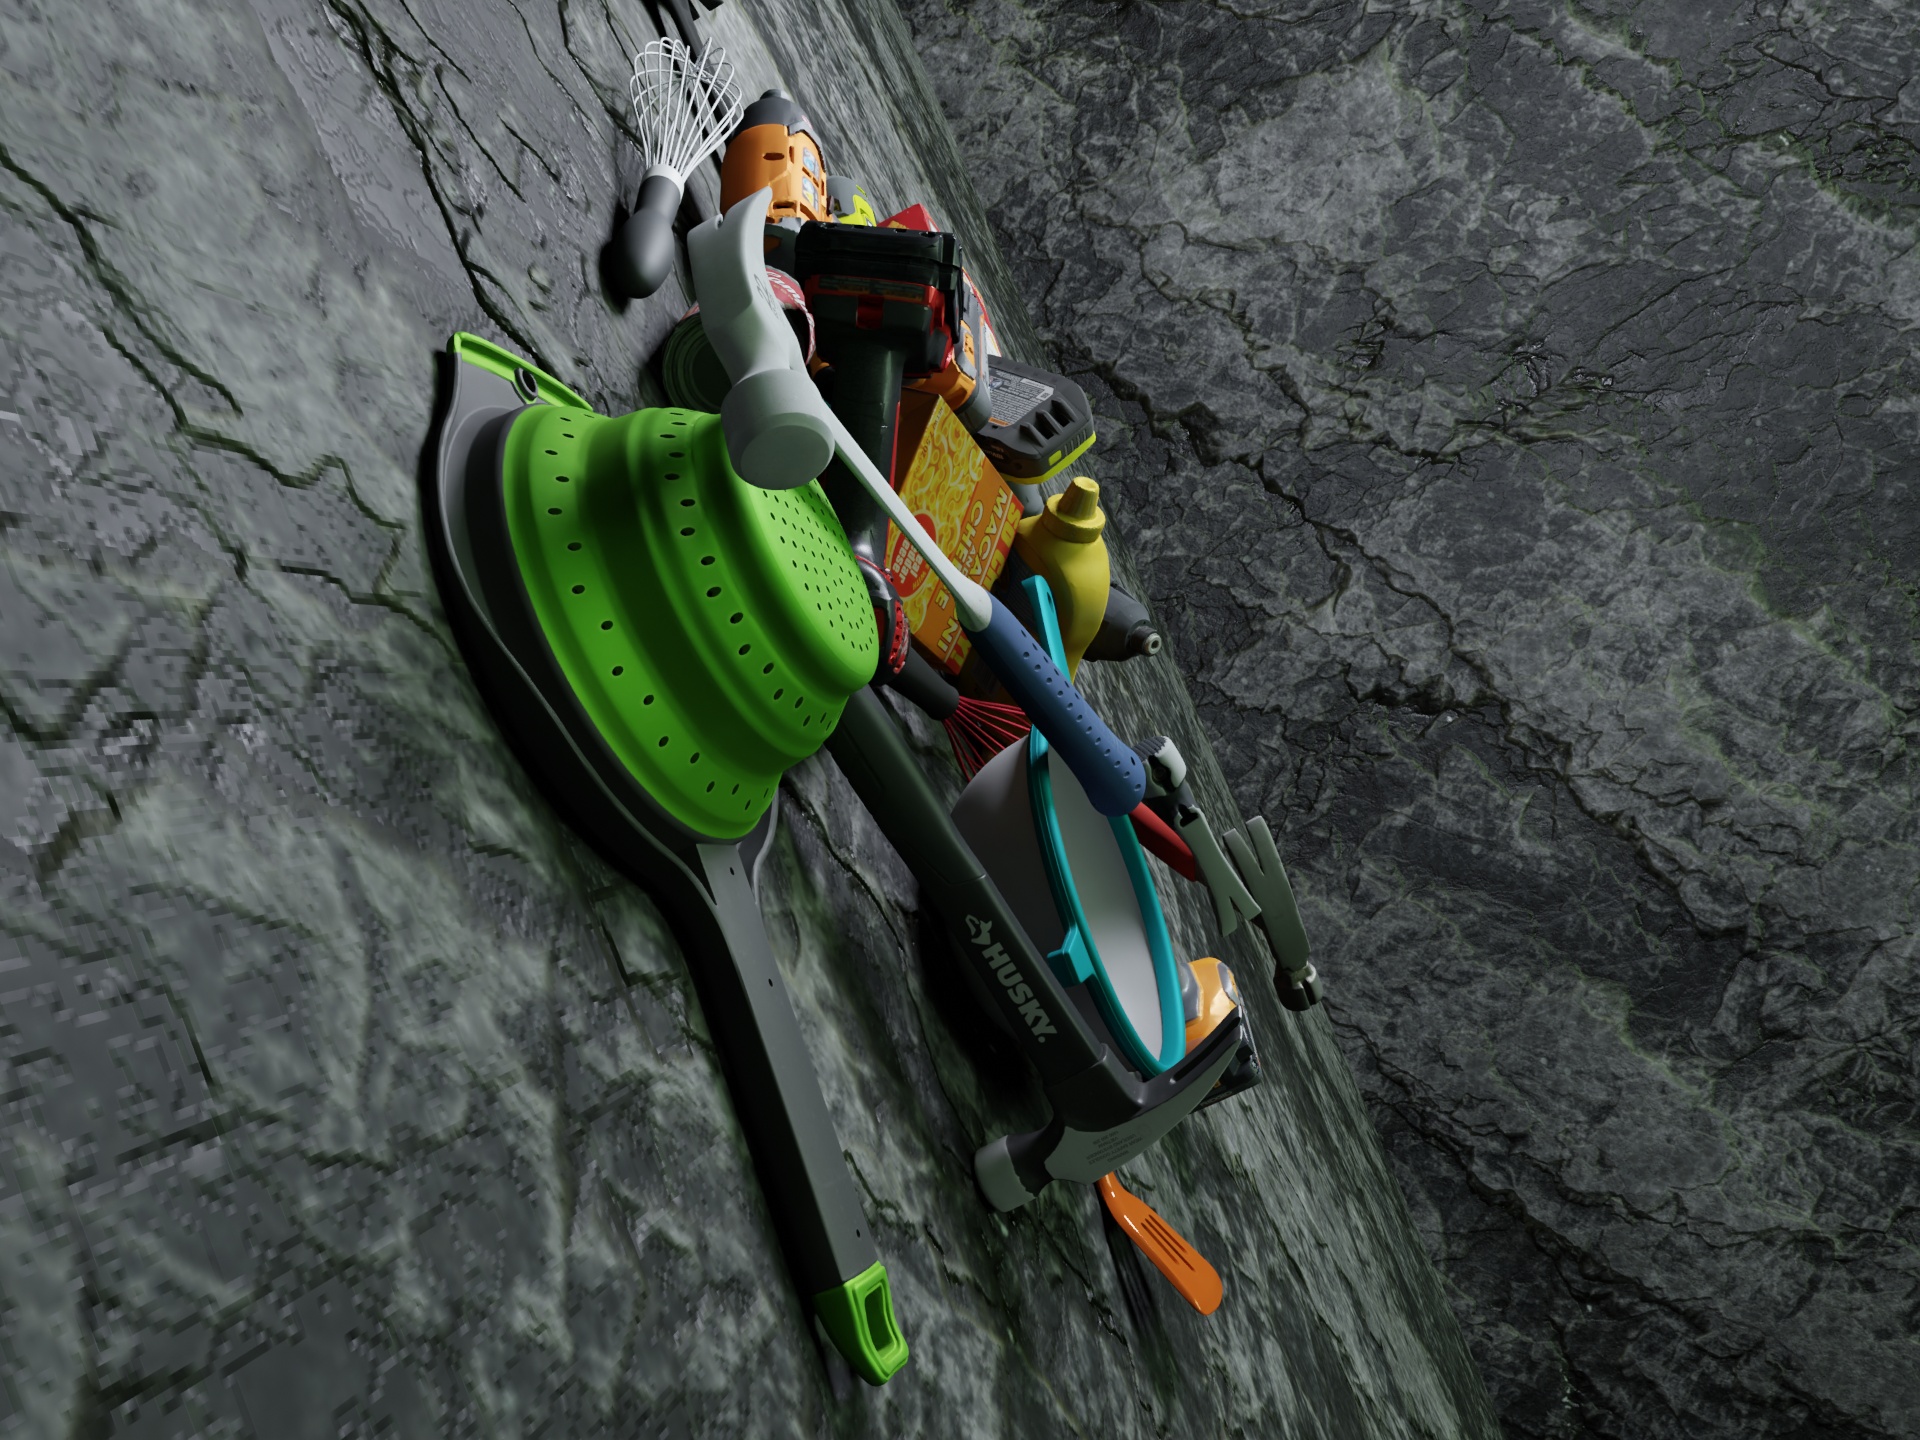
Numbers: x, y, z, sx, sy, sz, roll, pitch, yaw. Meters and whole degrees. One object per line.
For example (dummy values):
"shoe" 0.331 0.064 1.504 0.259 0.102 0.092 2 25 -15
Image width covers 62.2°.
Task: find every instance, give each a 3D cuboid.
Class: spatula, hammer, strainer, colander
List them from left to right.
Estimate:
"hammer" -0.143 -0.375 1.109 0.337 0.034 0.127 67 14 1
"colander" -0.064 0.028 0.570 0.397 0.094 0.204 69 13 11
"hammer" -0.005 0.059 0.718 0.334 0.146 0.035 58 15 -8
"hammer" 0.001 -0.060 0.690 0.405 0.035 0.144 47 21 -54
"strainer" 0.037 0.056 0.917 0.210 0.095 0.341 52 22 -48
"spatula" 0.075 0.201 0.963 0.323 0.041 0.081 68 13 13
"hammer" 0.110 0.030 1.166 0.149 0.036 0.409 58 -2 -19
"hammer" 0.167 0.095 1.244 0.149 0.036 0.359 67 -10 -20

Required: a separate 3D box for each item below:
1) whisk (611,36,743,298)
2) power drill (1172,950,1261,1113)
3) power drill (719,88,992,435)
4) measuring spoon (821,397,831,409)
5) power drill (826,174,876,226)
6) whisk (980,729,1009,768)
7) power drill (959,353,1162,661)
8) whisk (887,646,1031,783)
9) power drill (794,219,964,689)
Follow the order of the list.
"whisk" -0.159 -0.305 0.873 0.285 0.070 0.070 -92 156 -47
"power drill" 0.137 0.189 1.162 0.226 0.084 0.185 55 16 -26
"power drill" -0.070 -0.292 1.026 0.226 0.084 0.164 39 38 -46
"measuring spoon" -0.095 -0.198 1.034 0.042 0.021 0.128 33 1 34
"power drill" -0.051 -0.287 1.241 0.228 0.080 0.191 35 38 -63
"whisk" 0.036 -0.023 1.202 0.245 0.047 0.051 -77 145 -64
"power drill" 0.062 -0.144 1.159 0.171 0.080 0.223 30 -27 44
"whisk" -0.002 -0.003 0.984 0.295 0.073 0.073 40 29 -50
"power drill" -0.048 -0.123 0.794 0.143 0.078 0.220 53 42 -88
